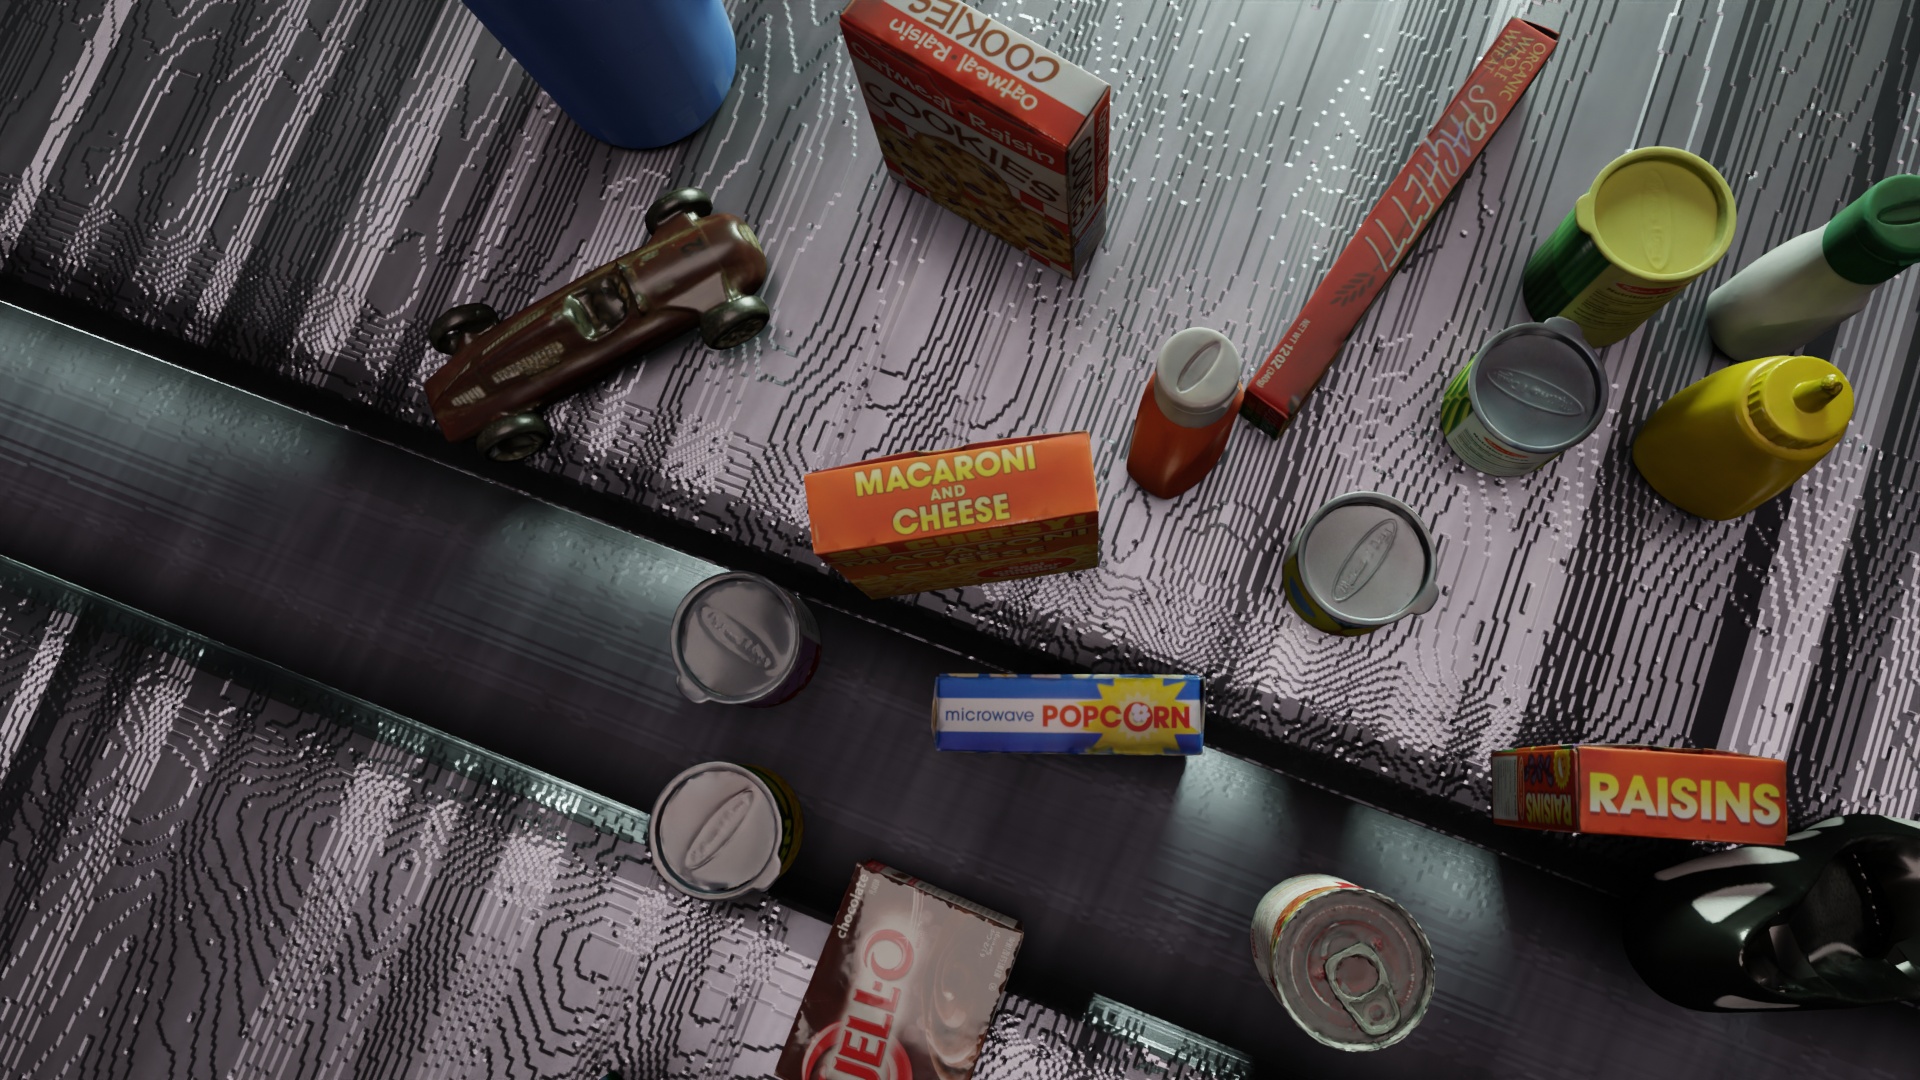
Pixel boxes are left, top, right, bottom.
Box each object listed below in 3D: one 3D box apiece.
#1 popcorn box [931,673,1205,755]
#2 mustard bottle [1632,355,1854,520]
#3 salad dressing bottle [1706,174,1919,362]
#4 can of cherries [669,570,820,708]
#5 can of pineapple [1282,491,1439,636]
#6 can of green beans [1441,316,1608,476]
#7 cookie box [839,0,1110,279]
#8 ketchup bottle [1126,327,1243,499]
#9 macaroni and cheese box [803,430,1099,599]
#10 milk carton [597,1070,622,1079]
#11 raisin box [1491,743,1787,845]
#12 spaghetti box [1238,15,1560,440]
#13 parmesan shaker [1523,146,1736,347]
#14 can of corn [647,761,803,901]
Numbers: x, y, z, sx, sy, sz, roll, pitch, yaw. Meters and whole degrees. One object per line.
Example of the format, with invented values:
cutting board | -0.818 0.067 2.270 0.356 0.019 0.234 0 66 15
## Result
popcorn box | 0.053 0.086 0.680 0.127 0.085 0.038 0 81 5
mustard bottle | 0.367 -0.051 0.639 0.065 0.160 0.049 44 87 10
salad dressing bottle | 0.407 -0.125 0.655 0.064 0.147 0.044 -10 80 3
can of cherries | -0.111 0.054 0.713 0.071 0.058 0.071 -1 80 5
can of pineapple | 0.198 0.015 0.694 0.071 0.058 0.071 -1 80 5
can of green beans | 0.283 -0.070 0.701 0.071 0.057 0.071 -1 80 5
cookie box | 0.012 -0.202 0.693 0.123 0.167 0.040 32 85 9
ketchup bottle | 0.110 -0.062 0.669 0.043 0.148 0.065 38 86 10
macaroni and cheese box | 0.002 -0.008 0.660 0.124 0.166 0.040 -9 80 4
milk carton | -0.184 0.304 0.608 0.073 0.190 0.072 42 86 10
raisin box | 0.303 0.115 0.633 0.086 0.123 0.040 4 81 6
spaghetti box | 0.228 -0.163 0.727 0.029 0.050 0.250 35 85 10
parmesan shaker | 0.324 -0.142 0.688 0.071 0.103 0.071 -1 80 5
can of corn | -0.114 0.147 0.697 0.071 0.058 0.071 -1 80 5
